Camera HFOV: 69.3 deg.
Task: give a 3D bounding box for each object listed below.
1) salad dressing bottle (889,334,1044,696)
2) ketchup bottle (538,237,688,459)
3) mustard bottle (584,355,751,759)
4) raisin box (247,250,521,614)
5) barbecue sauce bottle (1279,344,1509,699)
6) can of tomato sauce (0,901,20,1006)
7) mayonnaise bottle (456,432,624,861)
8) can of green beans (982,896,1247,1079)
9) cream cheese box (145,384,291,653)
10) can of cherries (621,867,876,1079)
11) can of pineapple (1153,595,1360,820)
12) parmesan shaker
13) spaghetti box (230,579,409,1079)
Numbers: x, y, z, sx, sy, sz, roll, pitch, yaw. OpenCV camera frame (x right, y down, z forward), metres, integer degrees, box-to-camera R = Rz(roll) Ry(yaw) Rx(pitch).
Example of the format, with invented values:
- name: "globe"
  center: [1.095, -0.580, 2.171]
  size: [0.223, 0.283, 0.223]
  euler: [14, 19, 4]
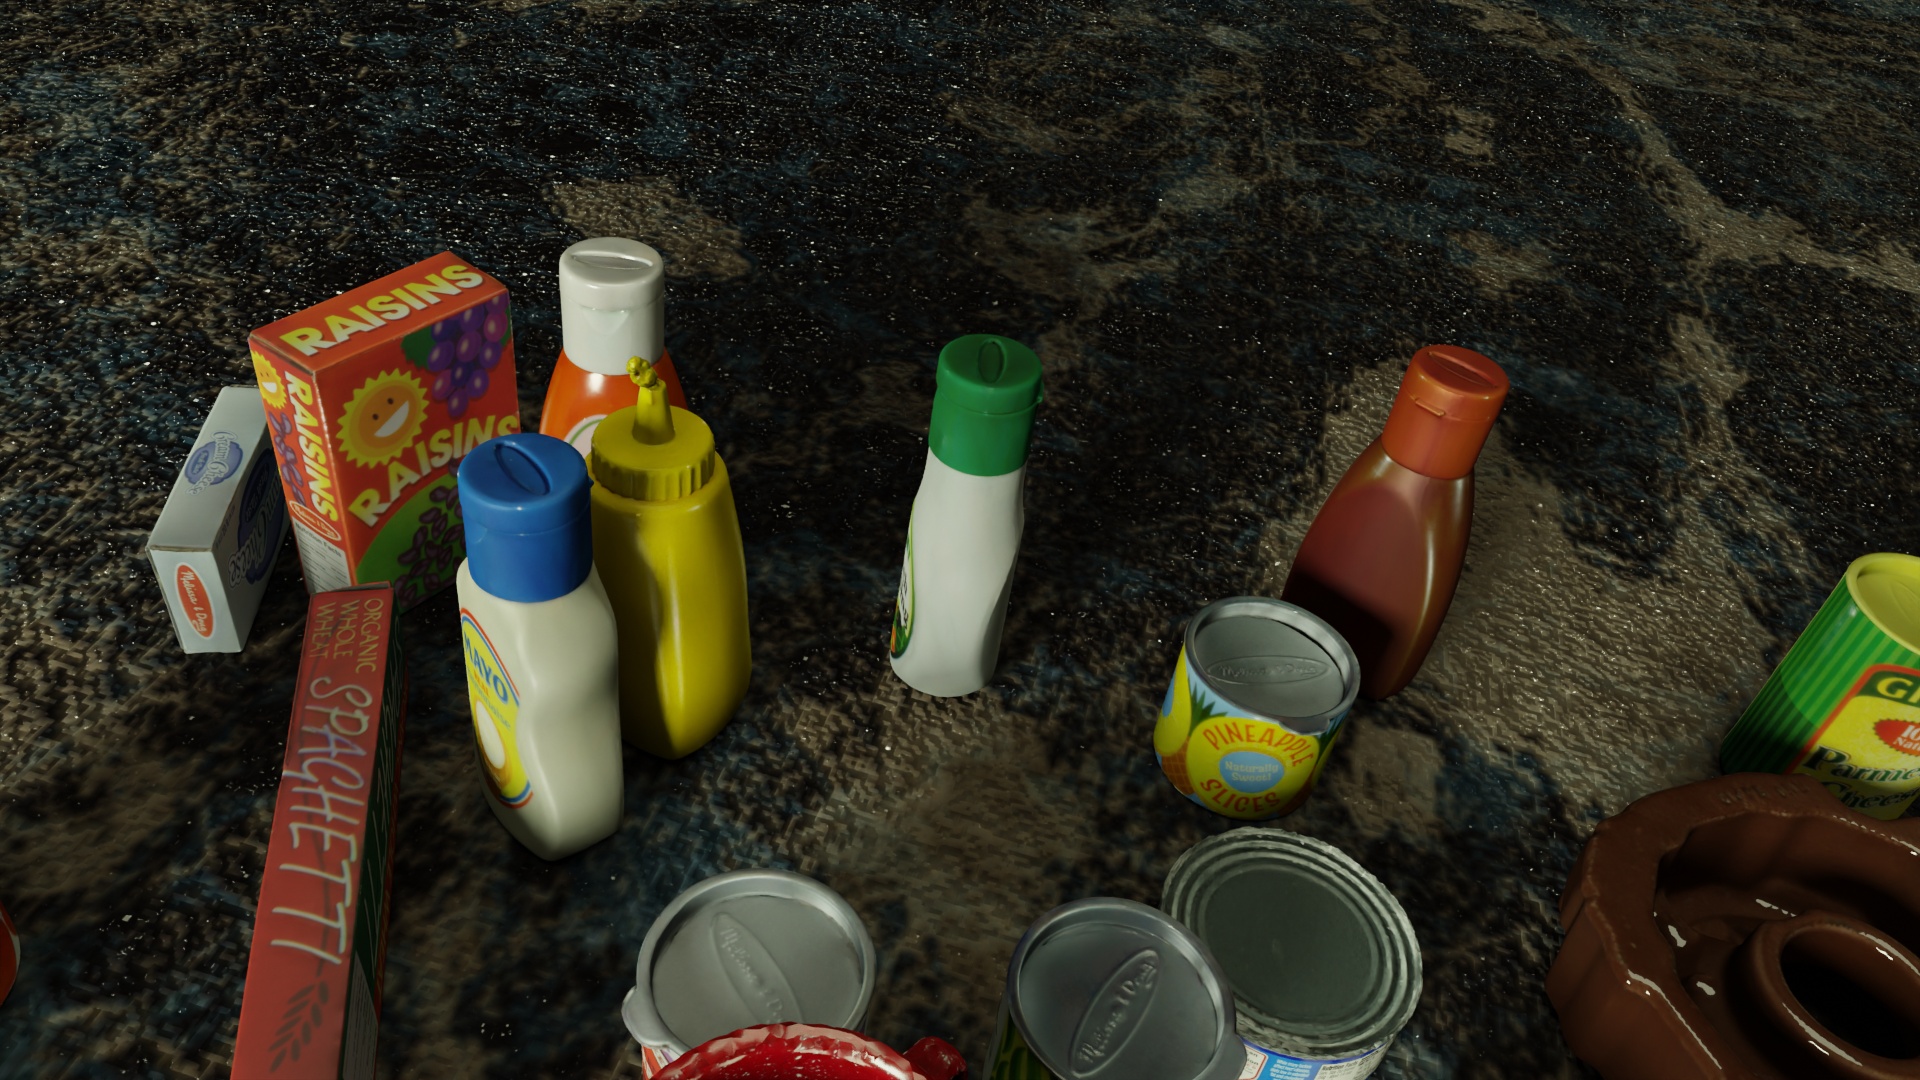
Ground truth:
- name: "salad dressing bottle"
  center: [0.002, -0.007, 0.522]
  size: [0.044, 0.146, 0.064]
  euler: [9, 39, -1]
- name: "ketchup bottle"
  center: [-0.133, -0.044, 0.538]
  size: [0.065, 0.148, 0.044]
  euler: [5, 40, -6]
- name: "mustard bottle"
  center: [-0.104, 0.004, 0.478]
  size: [0.065, 0.159, 0.049]
  euler: [30, 44, 23]
- name: "raisin box"
  center: [-0.214, -0.037, 0.534]
  size: [0.040, 0.122, 0.086]
  euler: [29, 43, 22]
- name: "barbecue sauce bottle"
  center: [0.174, -0.007, 0.556]
  size: [0.065, 0.147, 0.044]
  euler: [36, 46, 28]
- name: "can of tomato sauce"
  center: [-0.307, 0.102, 0.380]
  size: [0.071, 0.082, 0.071]
  euler: [6, 40, -5]
- name: "mayonnaise bottle"
  center: [-0.135, 0.035, 0.444]
  size: [0.041, 0.147, 0.065]
  euler: [-23, 50, -34]
- name: "can of green beans"
  center: [0.042, 0.151, 0.412]
  size: [0.071, 0.057, 0.071]
  euler: [6, 40, -5]
- name: "cream cheese box"
  center: [-0.284, -0.010, 0.542]
  size: [0.024, 0.053, 0.104]
  euler: [1, 40, -10]
- name: "can of cherries"
  center: [-0.062, 0.140, 0.403]
  size: [0.071, 0.058, 0.072]
  euler: [6, 40, -5]
- name: "can of pineapple"
  center: [0.111, 0.065, 0.528]
  size: [0.071, 0.057, 0.071]
  euler: [6, 40, -5]
- name: "parmesan shaker"
  center: [0.357, 0.065, 0.543]
  size: [0.071, 0.102, 0.072]
  euler: [6, 40, -5]
- name: "spaghetti box"
  center: [-0.189, 0.113, 0.416]
  size: [0.029, 0.049, 0.251]
  euler: [-3, 41, -15]
